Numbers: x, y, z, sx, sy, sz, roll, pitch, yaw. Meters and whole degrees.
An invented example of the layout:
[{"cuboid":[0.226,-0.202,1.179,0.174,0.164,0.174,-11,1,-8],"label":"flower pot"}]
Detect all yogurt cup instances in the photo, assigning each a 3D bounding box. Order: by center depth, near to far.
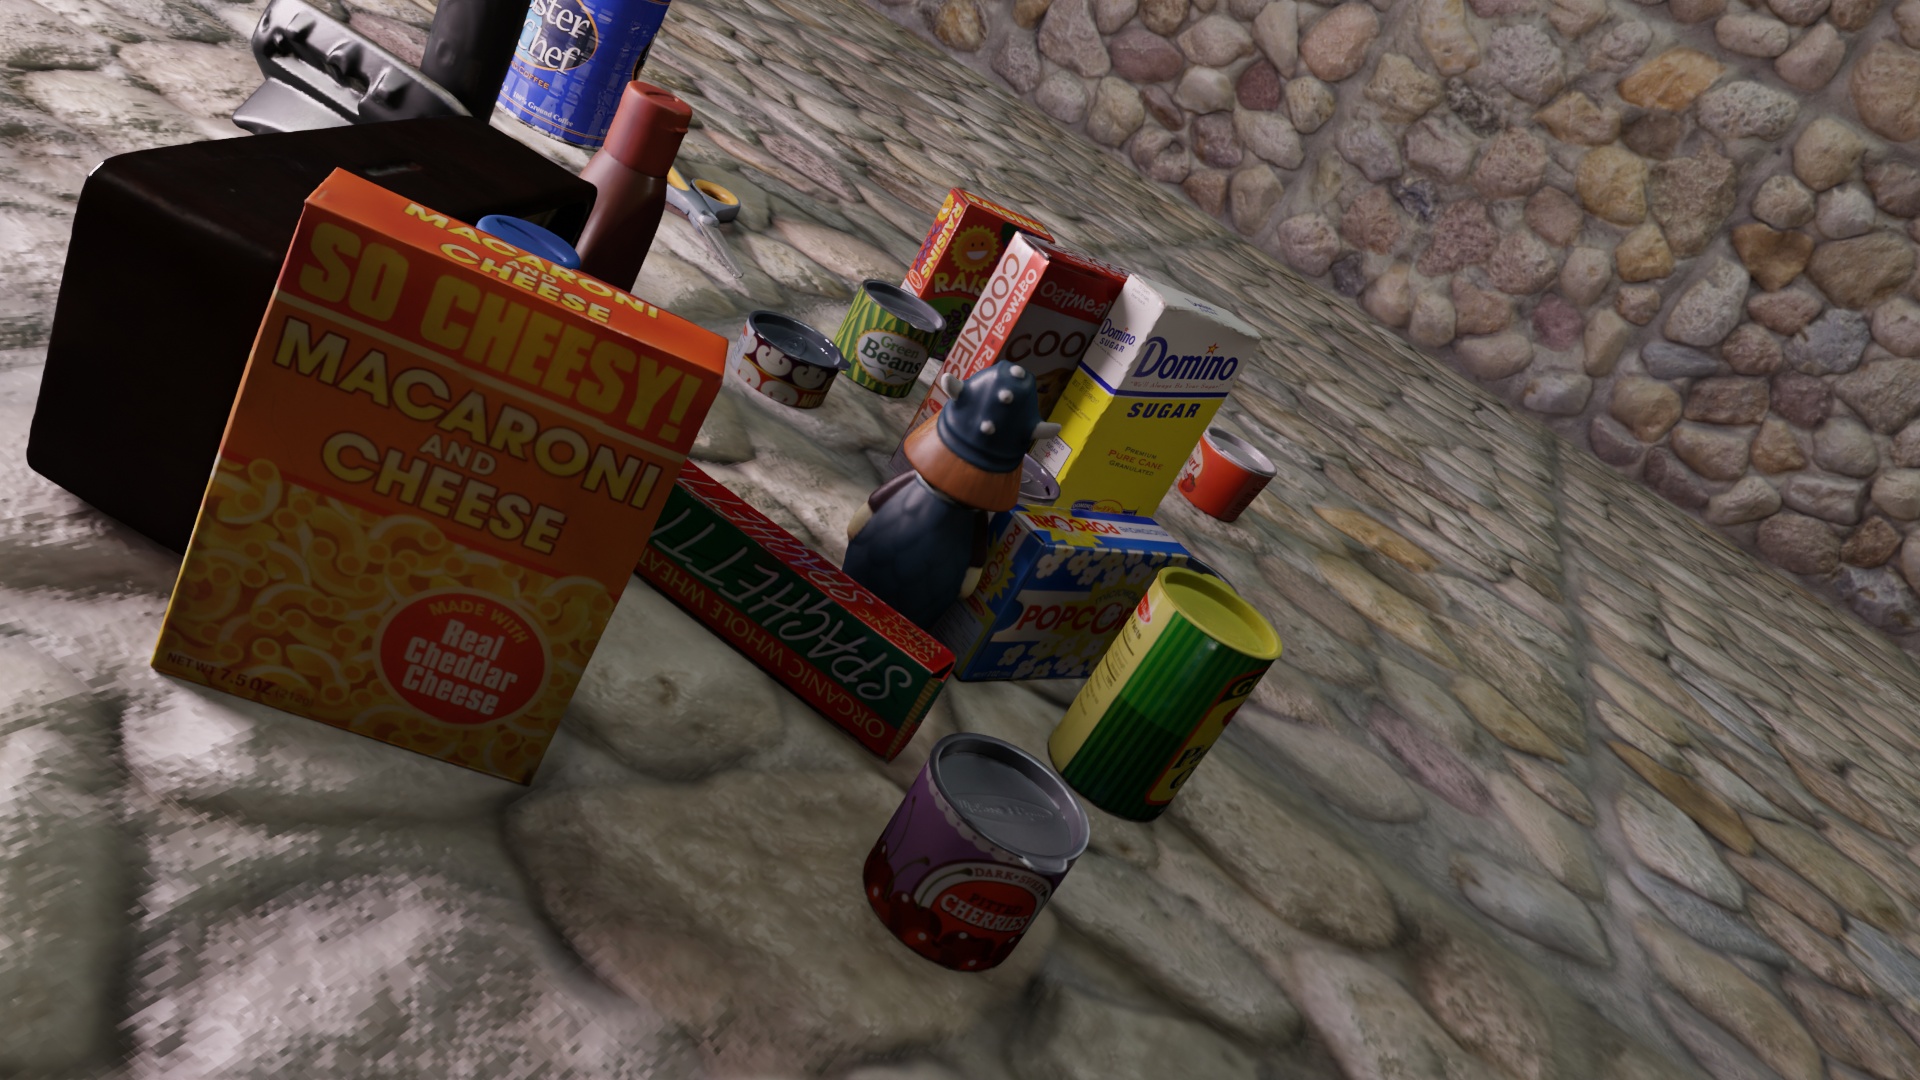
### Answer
[{"cuboid":[0.211,-0.052,1.111,0.072,0.053,0.073,26,23,-12],"label":"yogurt cup"}]

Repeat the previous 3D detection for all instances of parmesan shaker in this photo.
[{"cuboid":[0.095,0.072,0.654,0.071,0.102,0.071,26,23,-12],"label":"parmesan shaker"}]

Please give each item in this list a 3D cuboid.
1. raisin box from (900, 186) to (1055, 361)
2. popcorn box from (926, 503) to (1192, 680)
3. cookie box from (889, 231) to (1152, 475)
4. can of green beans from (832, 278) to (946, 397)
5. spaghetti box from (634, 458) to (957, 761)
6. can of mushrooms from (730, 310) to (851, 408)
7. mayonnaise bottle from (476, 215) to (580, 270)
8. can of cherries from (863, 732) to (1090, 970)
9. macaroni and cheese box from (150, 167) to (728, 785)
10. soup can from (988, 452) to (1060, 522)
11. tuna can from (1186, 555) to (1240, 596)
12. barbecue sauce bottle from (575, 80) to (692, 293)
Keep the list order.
[{"cuboid":[0.006,-0.201,1.081,0.086,0.123,0.040,17,26,-30],"label":"raisin box"},{"cuboid":[0.053,0.028,0.716,0.127,0.085,0.038,5,34,-46],"label":"popcorn box"},{"cuboid":[0.047,-0.097,0.861,0.123,0.166,0.040,7,32,-44],"label":"cookie box"},{"cuboid":[-0.052,-0.141,0.973,0.071,0.057,0.071,26,23,-12],"label":"can of green beans"},{"cuboid":[-0.113,0.003,0.612,0.250,0.050,0.029,35,23,11],"label":"spaghetti box"},{"cuboid":[-0.108,-0.114,0.880,0.071,0.033,0.071,26,23,-12],"label":"can of mushrooms"},{"cuboid":[-0.180,-0.044,0.501,0.065,0.147,0.041,33,22,6],"label":"mayonnaise bottle"},{"cuboid":[0.006,0.116,0.512,0.071,0.058,0.072,26,23,-12],"label":"can of cherries"},{"cuboid":[-0.163,-0.013,0.435,0.124,0.165,0.040,22,24,-19],"label":"macaroni and cheese box"},{"cuboid":[0.003,-0.009,0.734,0.071,0.083,0.071,26,23,-12],"label":"soup can"},{"cuboid":[0.143,0.037,0.873,0.071,0.032,0.071,26,23,-12],"label":"tuna can"},{"cuboid":[-0.191,-0.173,0.755,0.044,0.148,0.065,35,23,10],"label":"barbecue sauce bottle"}]
